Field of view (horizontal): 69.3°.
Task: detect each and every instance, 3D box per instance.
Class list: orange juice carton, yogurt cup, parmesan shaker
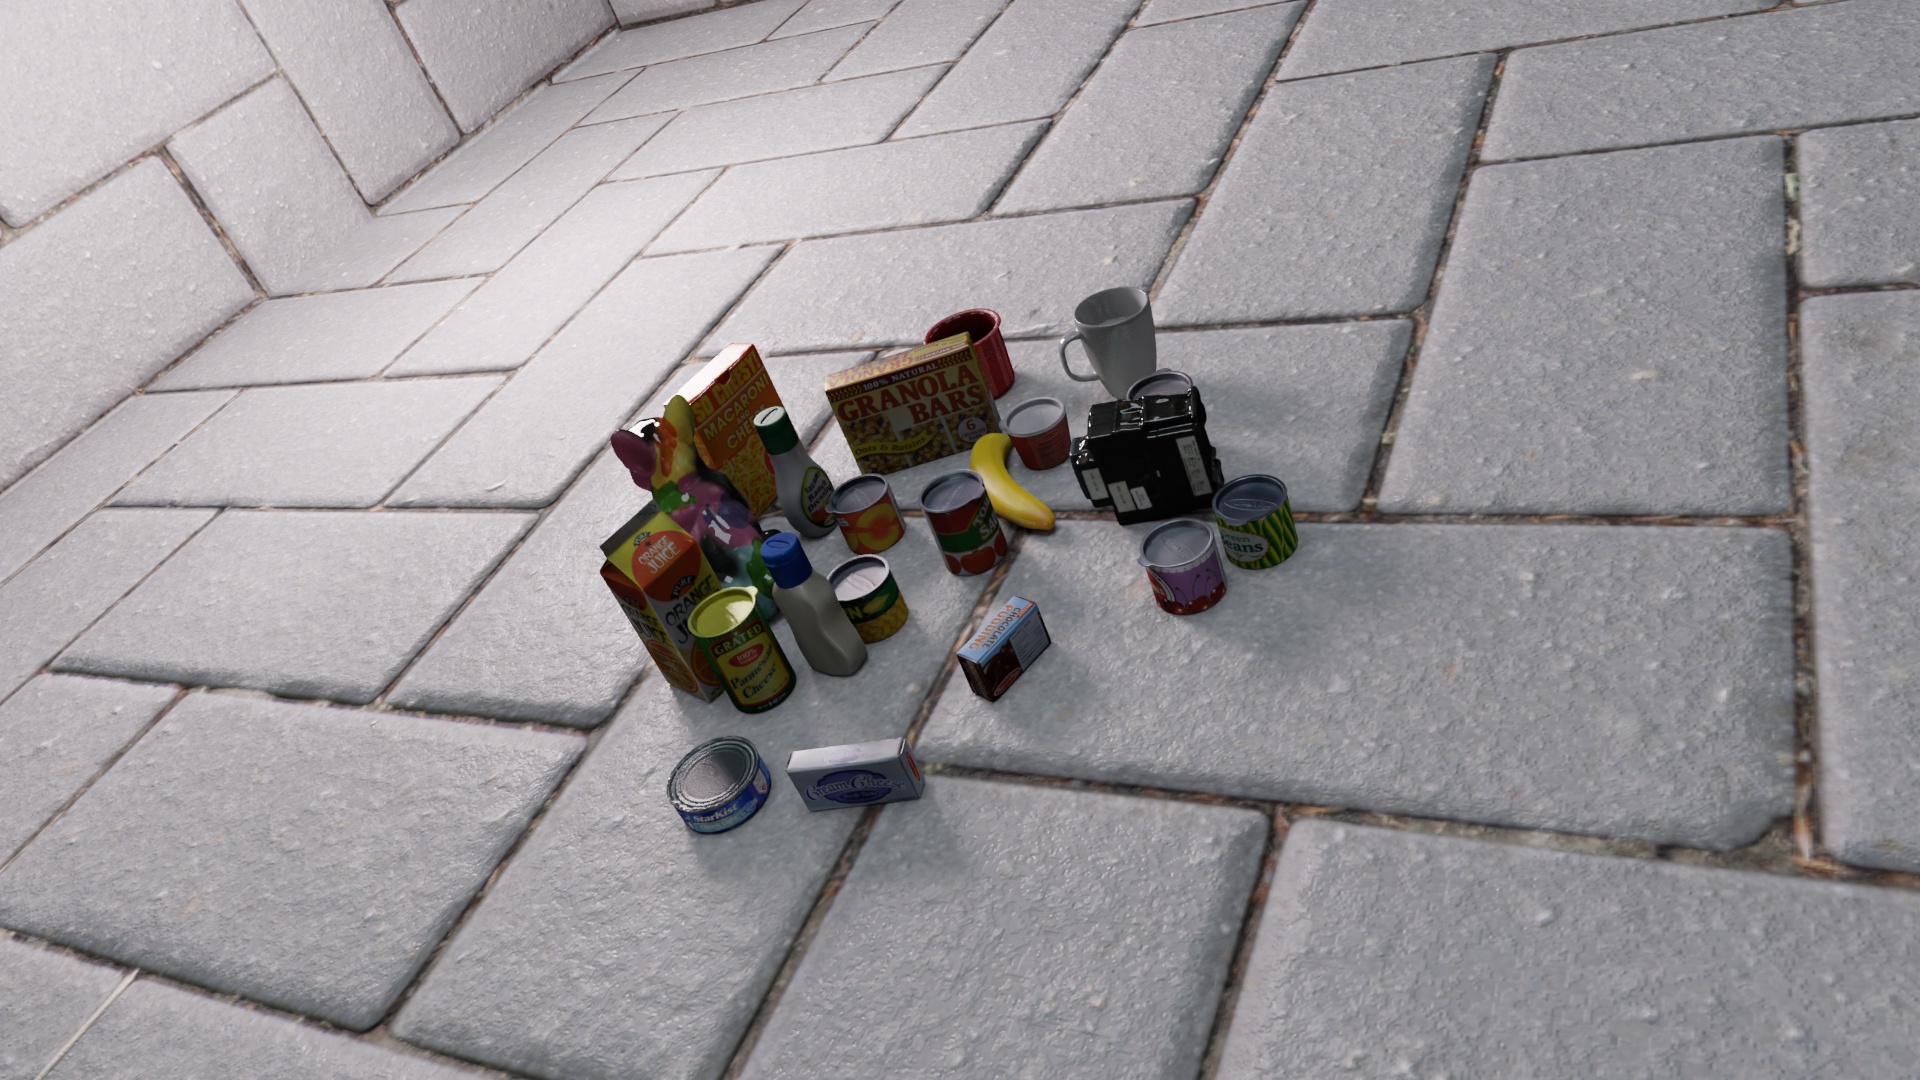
[{"bbox_3d":[-0.272,0.055,1.311,0.073,0.191,0.072,15,49,41],"label":"orange juice carton"},{"bbox_3d":[0.084,-0.111,1.461,0.072,0.053,0.073,-15,35,11],"label":"yogurt cup"},{"bbox_3d":[-0.198,0.101,1.288,0.071,0.102,0.072,-15,35,11],"label":"parmesan shaker"}]

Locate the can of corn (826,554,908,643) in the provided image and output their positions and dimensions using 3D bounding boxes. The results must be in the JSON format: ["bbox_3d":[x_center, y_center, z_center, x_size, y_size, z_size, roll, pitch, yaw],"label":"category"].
[{"bbox_3d":[-0.091,0.058,1.327,0.071,0.058,0.071,-15,35,11],"label":"can of corn"}]

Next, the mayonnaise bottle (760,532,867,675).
[{"bbox_3d":[-0.138,0.059,1.273,0.065,0.147,0.041,8,45,36],"label":"mayonnaise bottle"}]

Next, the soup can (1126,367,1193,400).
[{"bbox_3d":[0.207,-0.117,1.377,0.071,0.083,0.072,-15,35,11],"label":"soup can"}]

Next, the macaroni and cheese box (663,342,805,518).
[{"bbox_3d":[-0.245,-0.118,1.551,0.040,0.165,0.124,8,45,36],"label":"macaroni and cheese box"}]

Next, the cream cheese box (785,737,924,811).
[{"bbox_3d":[-0.087,0.194,1.147,0.104,0.053,0.024,-10,37,17],"label":"cream cheese box"}]

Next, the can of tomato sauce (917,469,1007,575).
[{"bbox_3d":[0.005,-0.017,1.353,0.071,0.082,0.071,-15,35,11],"label":"can of tomato sauce"}]

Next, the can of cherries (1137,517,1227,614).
[{"bbox_3d":[0.193,0.024,1.219,0.071,0.058,0.072,-15,35,11],"label":"can of cherries"}]

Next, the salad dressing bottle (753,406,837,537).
[{"bbox_3d":[-0.174,-0.072,1.467,0.044,0.147,0.064,6,44,35],"label":"salad dressing bottle"}]

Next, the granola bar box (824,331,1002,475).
[{"bbox_3d":[-0.050,-0.145,1.518,0.165,0.123,0.039,-17,35,8],"label":"granola bar box"}]

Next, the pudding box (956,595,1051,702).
[{"bbox_3d":[0.039,0.094,1.216,0.030,0.049,0.084,17,50,42],"label":"pudding box"}]

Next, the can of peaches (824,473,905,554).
[{"bbox_3d":[-0.098,-0.026,1.443,0.071,0.057,0.071,-15,35,11],"label":"can of peaches"}]

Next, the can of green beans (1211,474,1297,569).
[{"bbox_3d":[0.262,-0.016,1.235,0.071,0.057,0.071,-15,35,11],"label":"can of green beans"}]
